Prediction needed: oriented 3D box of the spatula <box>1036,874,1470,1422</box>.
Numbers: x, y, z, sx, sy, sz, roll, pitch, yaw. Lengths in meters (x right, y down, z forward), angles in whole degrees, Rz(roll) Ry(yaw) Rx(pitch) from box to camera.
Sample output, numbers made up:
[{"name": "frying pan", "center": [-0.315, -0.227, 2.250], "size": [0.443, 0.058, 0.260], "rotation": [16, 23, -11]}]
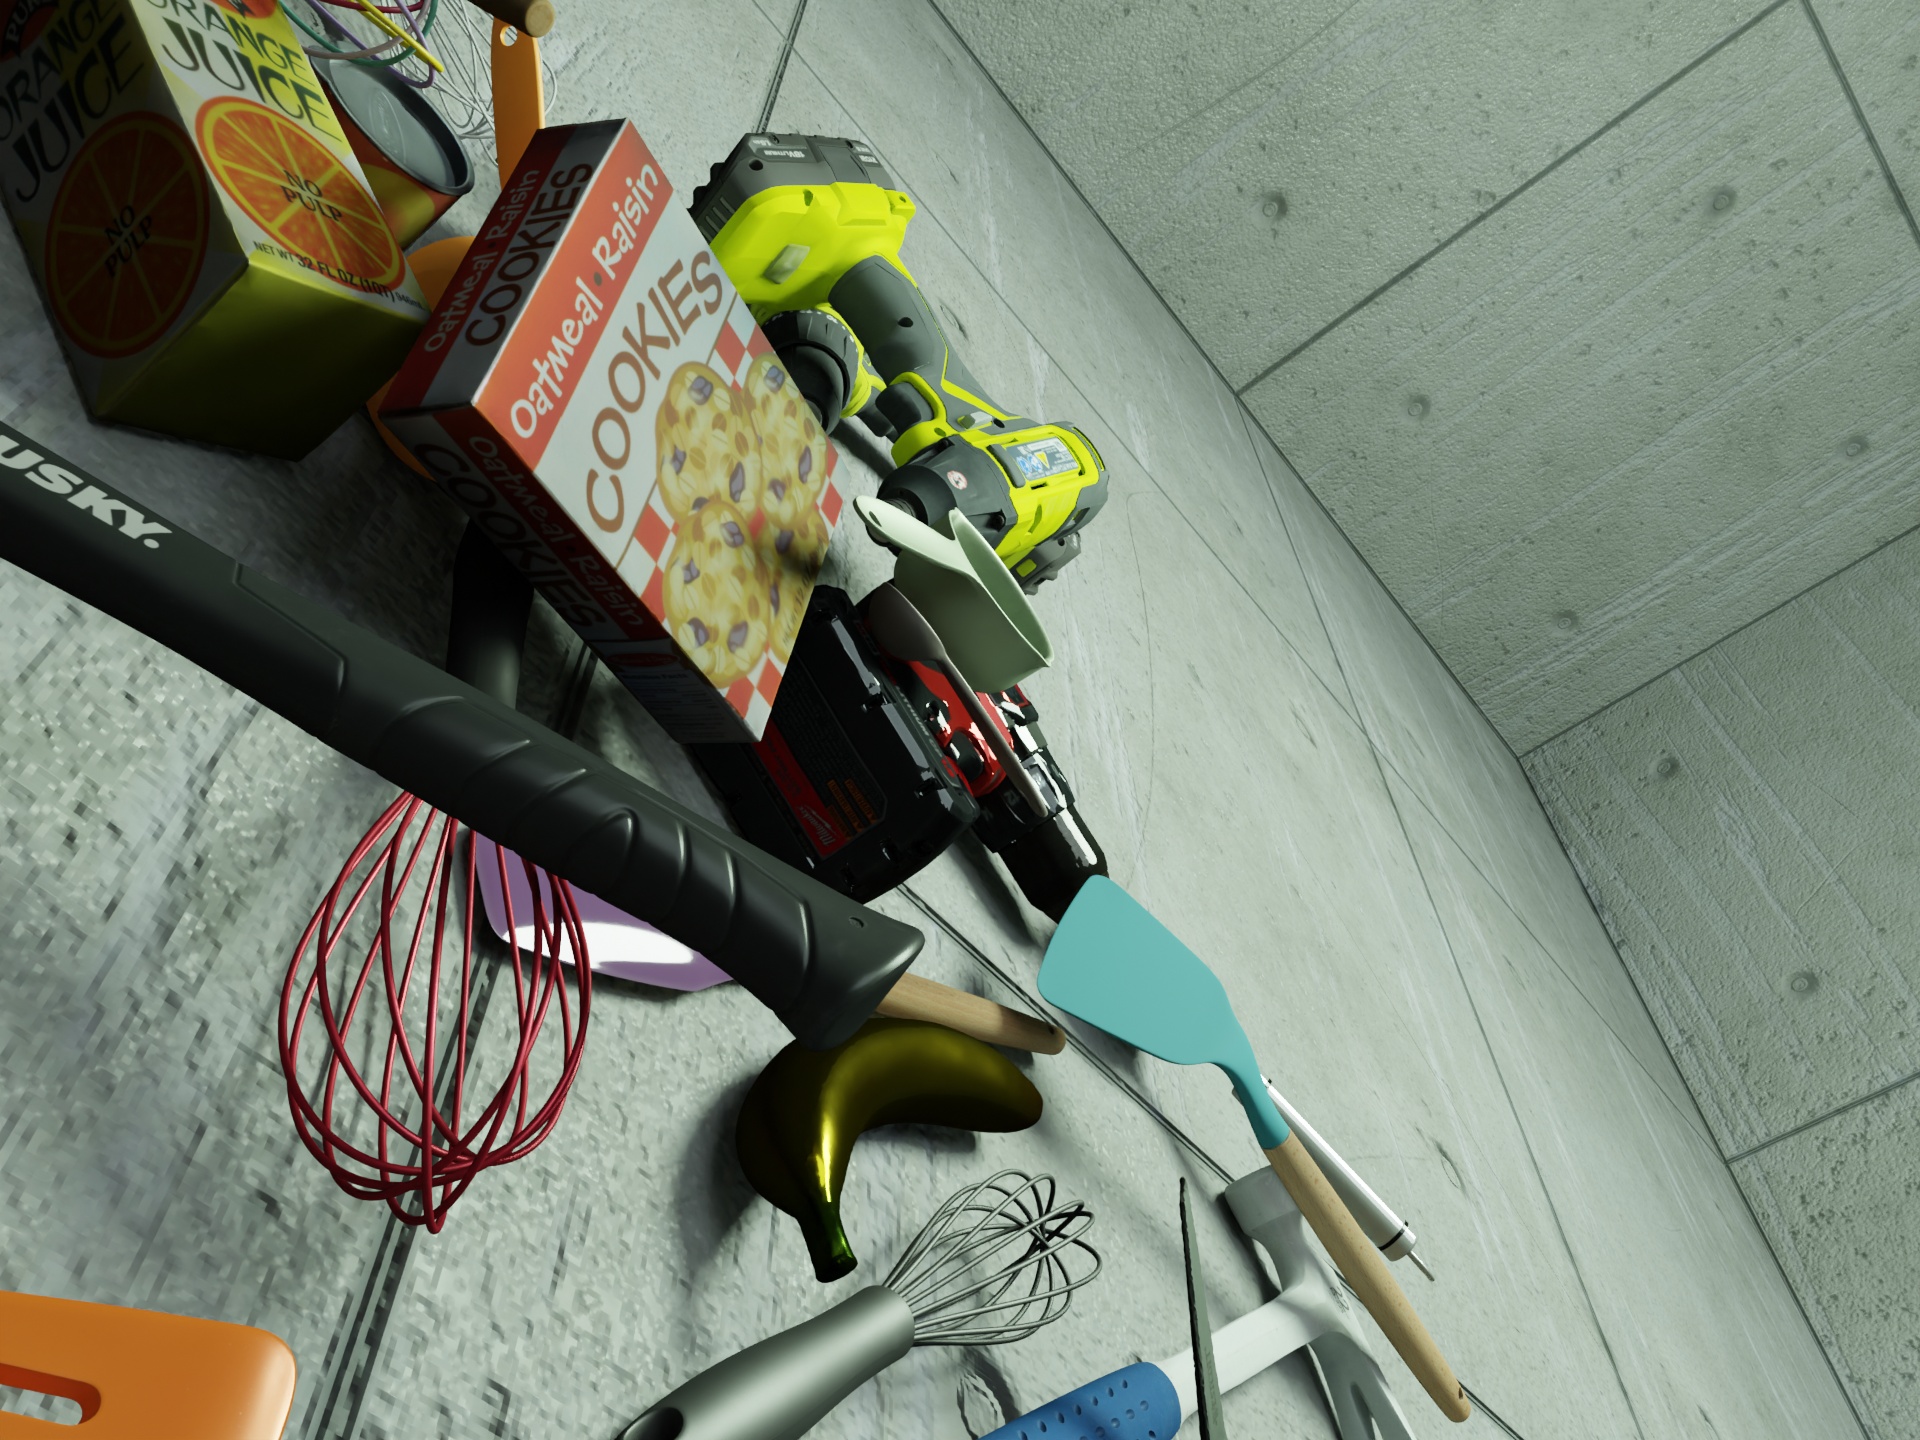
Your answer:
[{"name": "spatula", "center": [0.144, 0.206, 0.715], "size": [0.317, 0.044, 0.082], "rotation": [56, 37, -16]}]

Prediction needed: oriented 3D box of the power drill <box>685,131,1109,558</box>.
[{"name": "power drill", "center": [-0.037, -0.174, 0.775], "size": [0.223, 0.080, 0.171], "rotation": [54, 35, 8]}]

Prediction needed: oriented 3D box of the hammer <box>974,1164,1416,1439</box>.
[{"name": "hammer", "center": [0.081, 0.256, 0.593], "size": [0.405, 0.035, 0.144], "rotation": [16, 44, -59]}]

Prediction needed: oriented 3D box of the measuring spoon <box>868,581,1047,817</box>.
[{"name": "measuring spoon", "center": [-0.001, -0.002, 0.614], "size": [0.124, 0.018, 0.034], "rotation": [55, -9, -30]}]

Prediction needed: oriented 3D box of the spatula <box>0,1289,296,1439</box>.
[{"name": "spatula", "center": [-0.238, 0.040, 0.211], "size": [0.322, 0.041, 0.081], "rotation": [46, 23, -21]}]

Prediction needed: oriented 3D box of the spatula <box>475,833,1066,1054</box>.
[{"name": "spatula", "center": [-0.050, 0.090, 0.581], "size": [0.315, 0.018, 0.060], "rotation": [29, 31, -49]}]

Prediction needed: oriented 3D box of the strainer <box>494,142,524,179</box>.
[{"name": "strainer", "center": [-0.159, -0.178, 0.706], "size": [0.151, 0.069, 0.257], "rotation": [48, 4, -23]}]

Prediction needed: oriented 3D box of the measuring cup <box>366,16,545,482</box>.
[{"name": "measuring cup", "center": [-0.164, -0.164, 0.546], "size": [0.052, 0.095, 0.173], "rotation": [-18, 109, -66]}]

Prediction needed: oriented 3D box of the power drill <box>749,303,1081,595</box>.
[{"name": "power drill", "center": [-0.033, -0.163, 0.921], "size": [0.228, 0.080, 0.191], "rotation": [40, 25, -29]}]

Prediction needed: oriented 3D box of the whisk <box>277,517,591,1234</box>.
[{"name": "whisk", "center": [-0.138, 0.015, 0.447], "size": [0.073, 0.073, 0.296], "rotation": [41, 19, -33]}]

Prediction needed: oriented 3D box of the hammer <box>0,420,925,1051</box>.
[{"name": "hammer", "center": [-0.154, -0.020, 0.360], "size": [0.334, 0.035, 0.146], "rotation": [31, 25, -11]}]

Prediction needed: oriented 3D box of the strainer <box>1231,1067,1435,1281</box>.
[{"name": "strainer", "center": [0.134, 0.173, 0.770], "size": [0.258, 0.050, 0.086], "rotation": [46, -11, 10]}]

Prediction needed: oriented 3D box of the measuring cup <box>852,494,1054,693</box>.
[{"name": "measuring cup", "center": [-0.014, -0.053, 0.624], "size": [0.083, 0.038, 0.167], "rotation": [61, 16, 19]}]

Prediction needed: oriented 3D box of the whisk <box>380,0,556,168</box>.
[{"name": "whisk", "center": [-0.266, -0.364, 0.748], "size": [0.070, 0.070, 0.285], "rotation": [16, 39, -60]}]

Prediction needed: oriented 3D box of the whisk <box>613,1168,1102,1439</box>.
[{"name": "whisk", "center": [-0.022, 0.181, 0.470], "size": [0.239, 0.055, 0.055], "rotation": [0, 58, -60]}]

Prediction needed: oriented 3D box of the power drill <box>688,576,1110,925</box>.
[{"name": "power drill", "center": [-0.012, 0.022, 0.692], "size": [0.188, 0.080, 0.226], "rotation": [58, 18, 5]}]

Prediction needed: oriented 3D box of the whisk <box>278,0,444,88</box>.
[{"name": "whisk", "center": [-0.265, -0.294, 0.557], "size": [0.245, 0.051, 0.047], "rotation": [39, 33, 17]}]

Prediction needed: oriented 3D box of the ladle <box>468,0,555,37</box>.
[{"name": "ladle", "center": [-0.240, -0.331, 0.597], "size": [0.320, 0.062, 0.078], "rotation": [40, 11, 28]}]
